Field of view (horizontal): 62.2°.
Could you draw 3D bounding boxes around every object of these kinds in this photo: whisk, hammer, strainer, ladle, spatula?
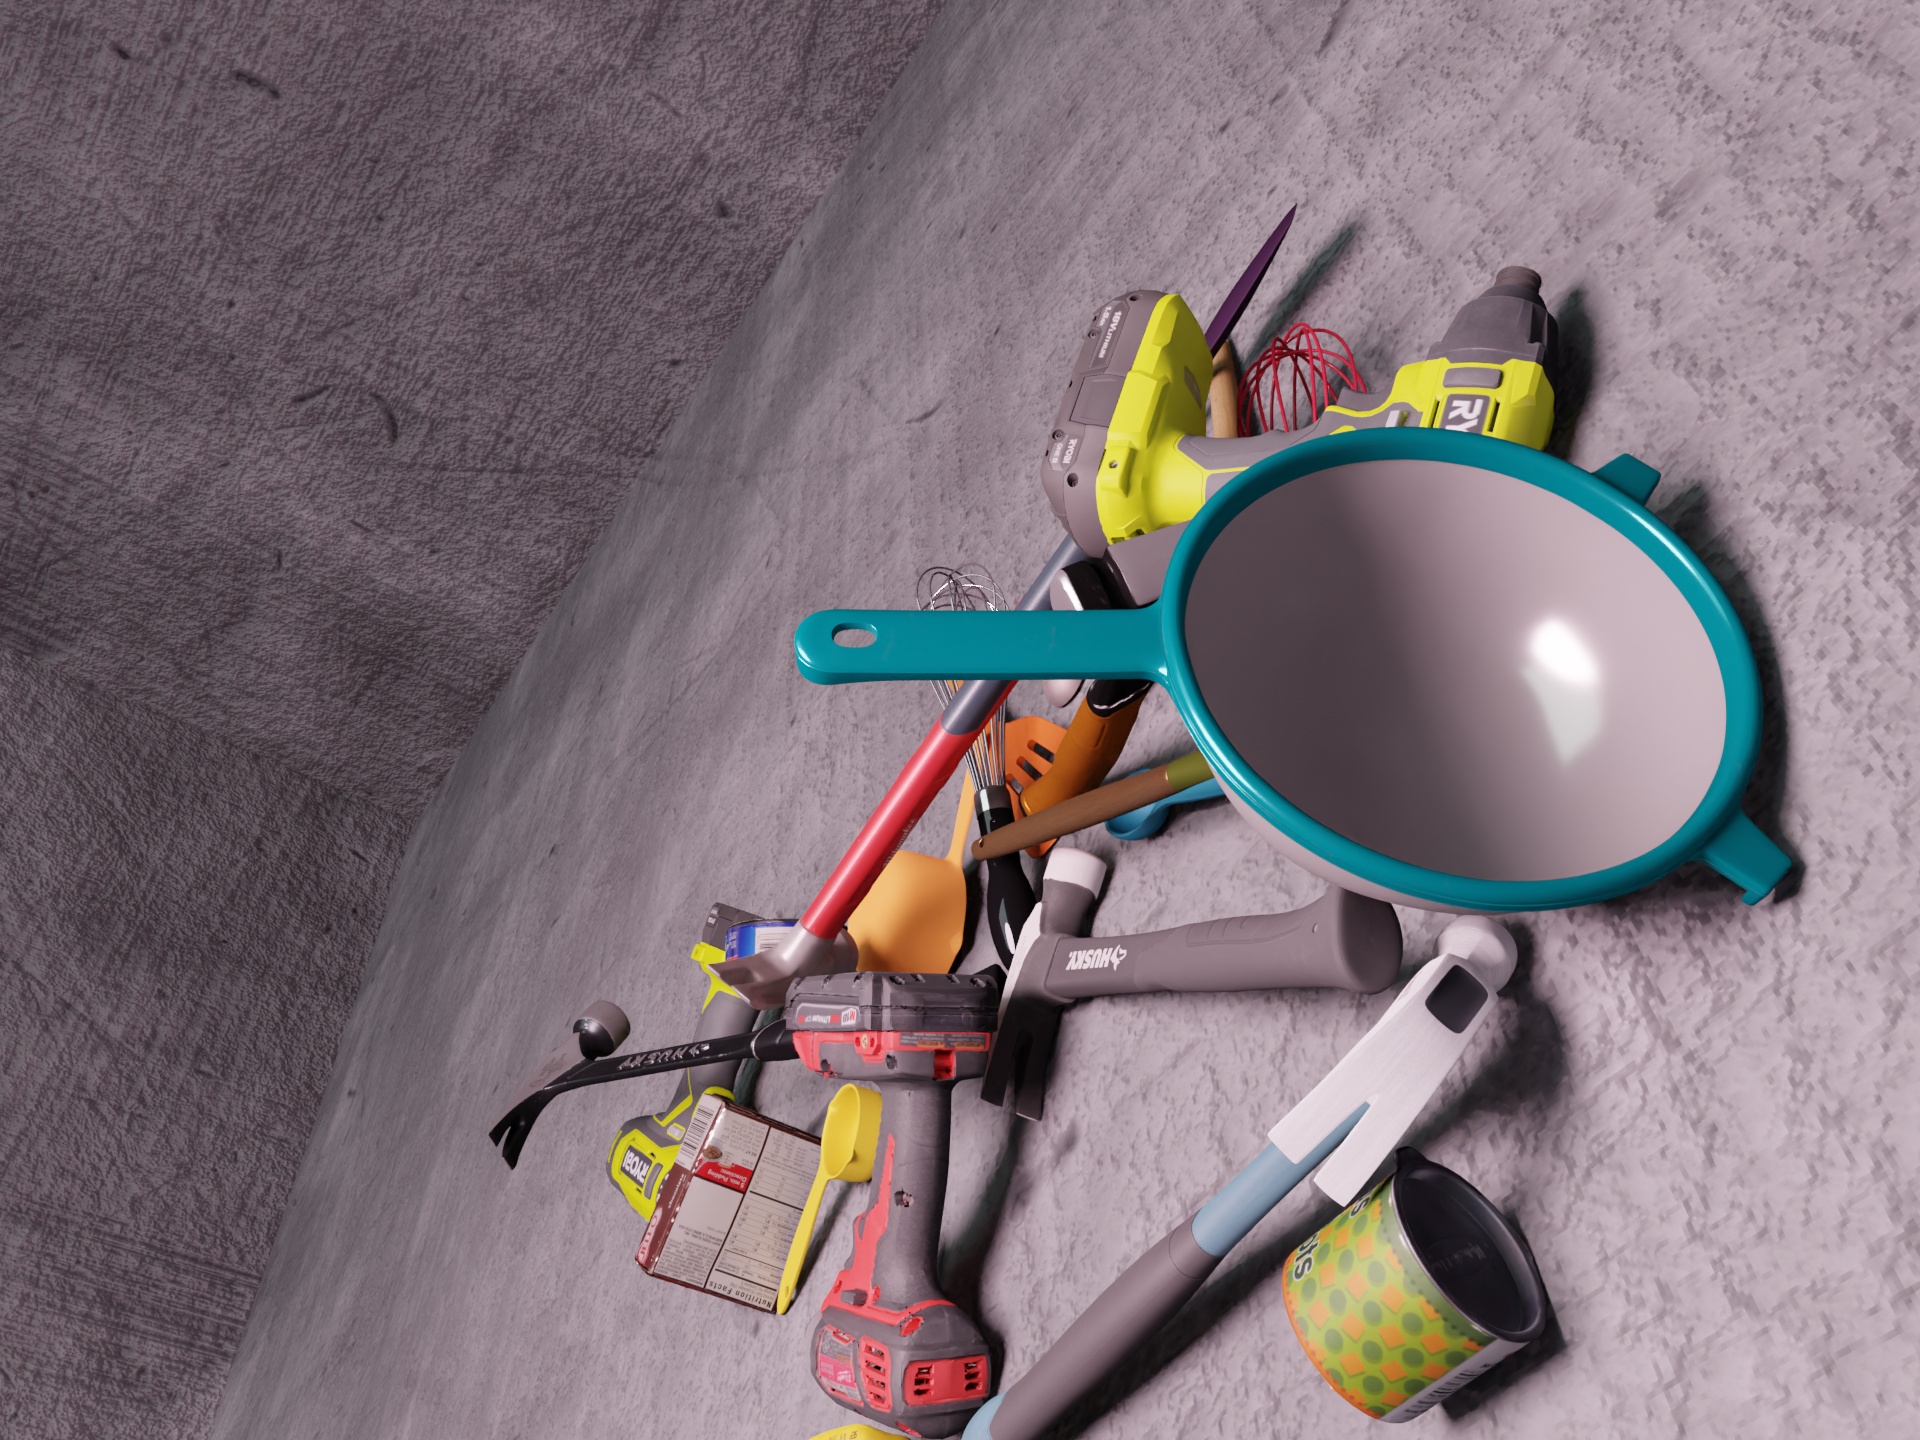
[{"bbox_3d":[0.182,-0.090,0.808,0.073,0.073,0.296,-38,39,45],"label":"whisk"},{"bbox_3d":[-0.135,0.206,1.001,0.409,0.036,0.149,-17,19,34],"label":"hammer"},{"bbox_3d":[0.111,-0.005,0.596,0.095,0.340,0.211,91,180,-55],"label":"strainer"},{"bbox_3d":[0.160,-0.158,0.938,0.031,0.069,0.316,-56,16,35],"label":"ladle"},{"bbox_3d":[0.102,0.037,0.788,0.320,0.062,0.078,-27,50,56],"label":"ladle"},{"bbox_3d":[0.014,0.023,0.970,0.070,0.070,0.285,-41,48,42],"label":"whisk"},{"bbox_3d":[0.093,0.115,0.728,0.335,0.035,0.146,-28,40,68],"label":"hammer"},{"bbox_3d":[-0.001,-0.003,0.880,0.386,0.038,0.143,-55,-16,8],"label":"hammer"},{"bbox_3d":[0.129,-0.191,1.023,0.315,0.018,0.060,-58,4,33],"label":"spatula"},{"bbox_3d":[0.021,-0.003,1.094,0.081,0.041,0.323,-58,19,9],"label":"spatula"},{"bbox_3d":[0.082,-0.012,0.794,0.336,0.127,0.034,107,141,-68],"label":"hammer"},{"bbox_3d":[0.095,0.210,0.635,0.128,0.033,0.331,-26,-25,-56],"label":"hammer"}]

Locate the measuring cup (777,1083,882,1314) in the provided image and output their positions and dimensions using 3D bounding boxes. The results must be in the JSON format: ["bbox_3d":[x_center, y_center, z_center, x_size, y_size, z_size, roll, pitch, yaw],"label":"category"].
[{"bbox_3d":[-0.078,0.298,0.977,0.062,0.029,0.156,-135,62,-66],"label":"measuring cup"}]

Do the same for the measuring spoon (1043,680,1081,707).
[{"bbox_3d":[0.056,-0.046,1.070,0.034,0.018,0.124,-56,23,16],"label":"measuring spoon"}]

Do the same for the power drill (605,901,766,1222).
[{"bbox_3d":[-0.164,0.256,1.131,0.191,0.080,0.228,2,69,60],"label":"power drill"}]

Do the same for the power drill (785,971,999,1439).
[{"bbox_3d":[-0.040,0.243,0.824,0.143,0.078,0.220,-20,67,58],"label":"power drill"}]

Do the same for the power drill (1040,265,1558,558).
[{"bbox_3d":[0.165,-0.143,0.765,0.223,0.080,0.171,9,71,31],"label":"power drill"}]

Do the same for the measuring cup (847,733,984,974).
[{"bbox_3d":[-0.027,0.086,1.012,0.095,0.052,0.173,-161,85,-70],"label":"measuring cup"}]

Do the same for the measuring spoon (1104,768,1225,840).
[{"bbox_3d":[0.128,0.039,0.834,0.128,0.021,0.042,-19,45,46],"label":"measuring spoon"}]
